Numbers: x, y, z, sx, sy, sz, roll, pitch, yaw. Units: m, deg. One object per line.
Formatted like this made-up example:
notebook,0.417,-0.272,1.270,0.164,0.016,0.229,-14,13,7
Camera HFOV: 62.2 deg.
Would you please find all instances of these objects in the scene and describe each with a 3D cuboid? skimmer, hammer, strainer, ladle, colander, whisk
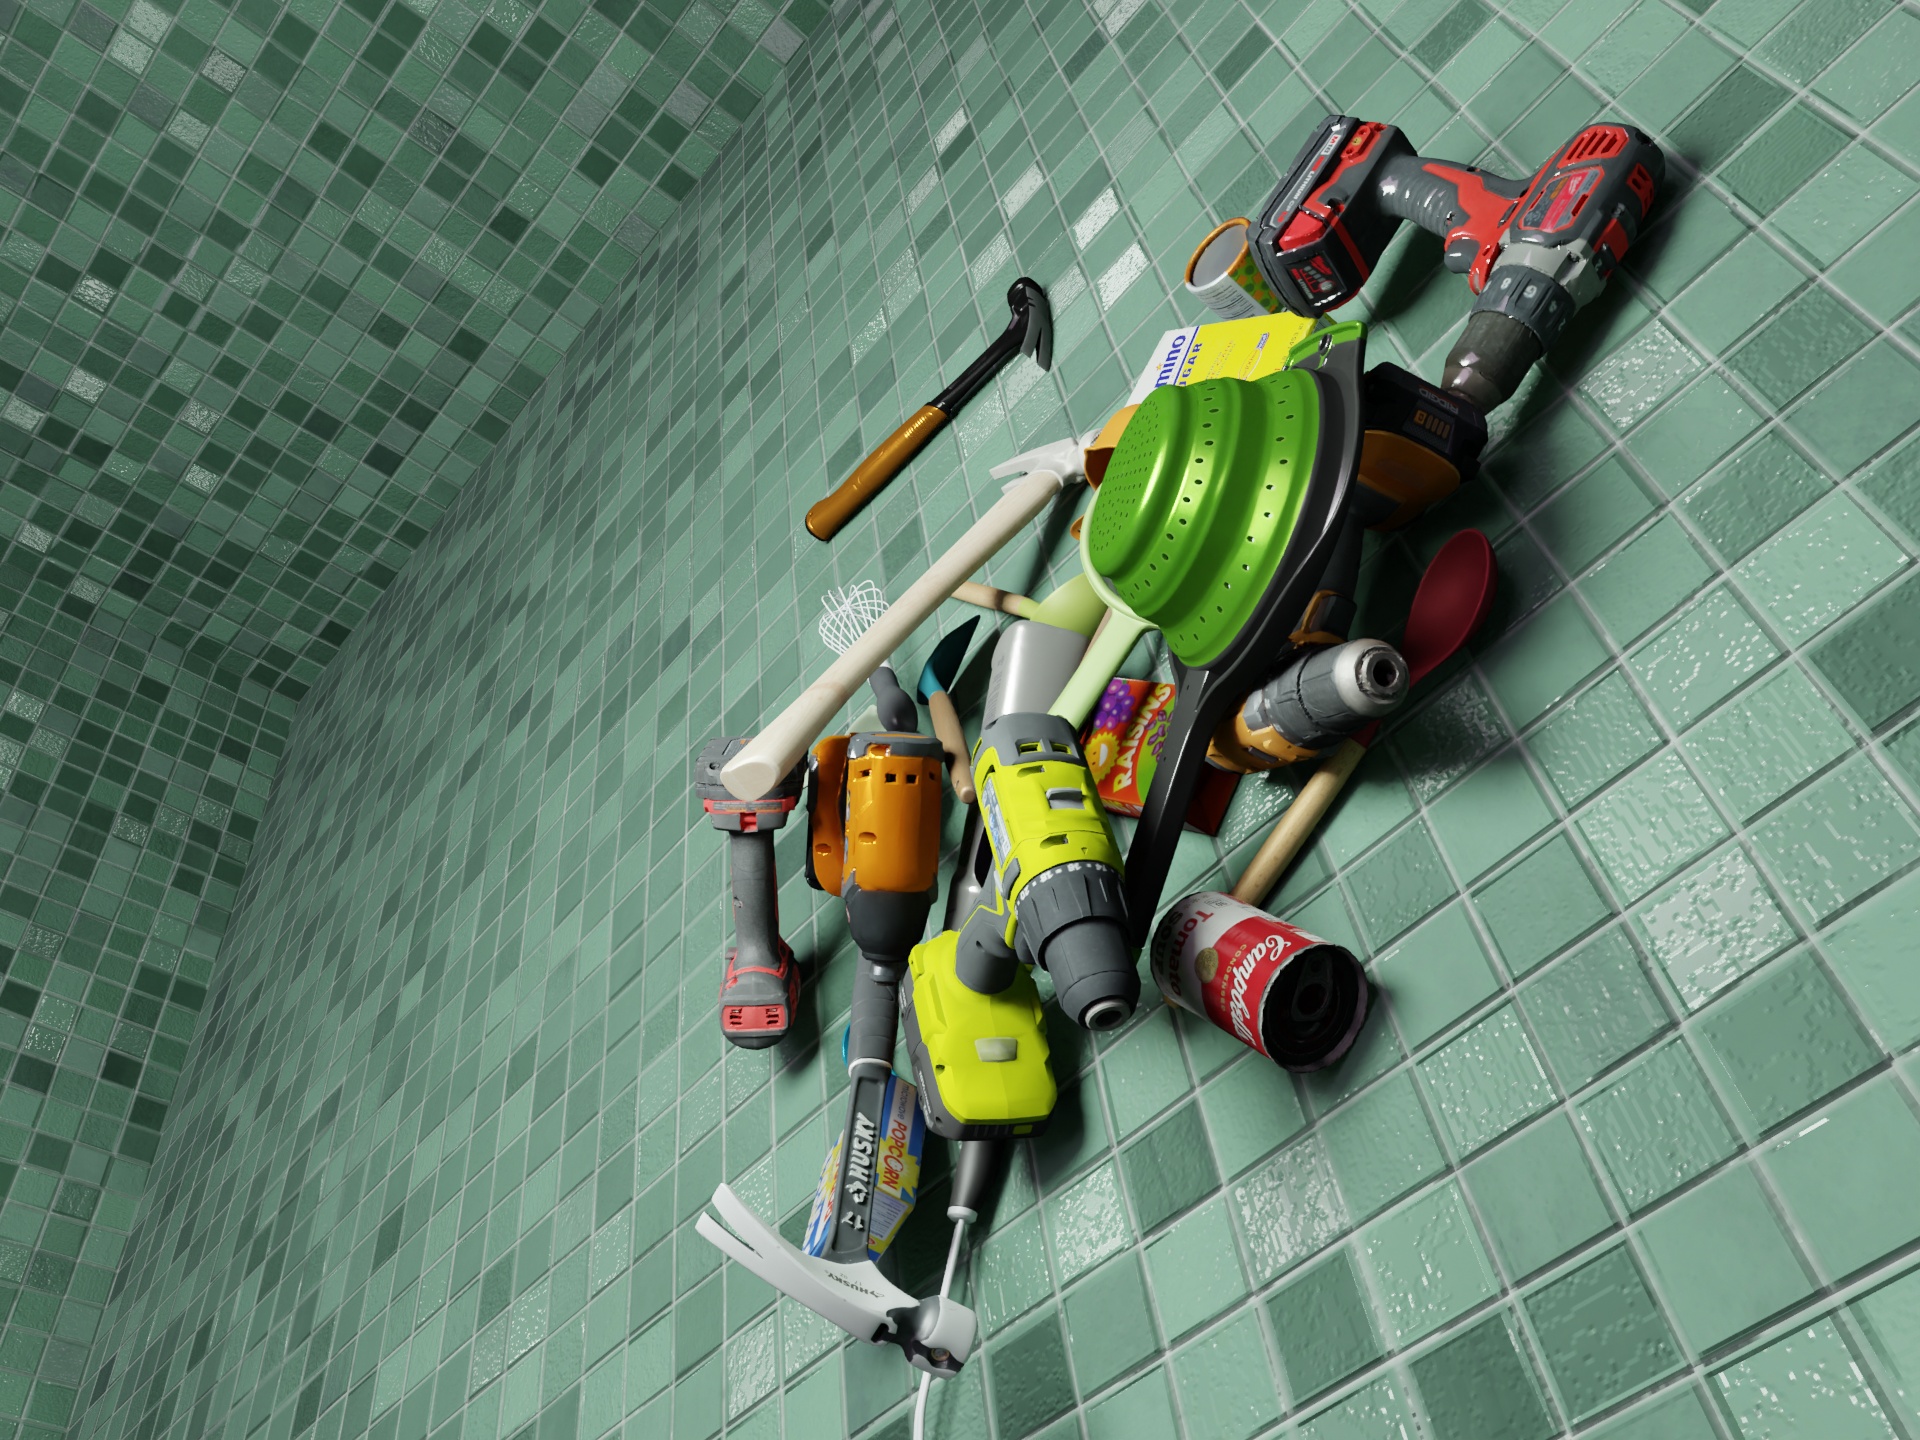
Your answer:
skimmer,-0.040,0.338,0.919,0.127,0.090,0.364,124,163,-60
hammer,-0.061,0.223,0.968,0.036,0.149,0.409,-59,9,16
strainer,0.129,-0.069,1.032,0.152,0.069,0.256,28,79,32
hammer,-0.039,-0.085,1.207,0.411,0.038,0.146,-47,22,-28
hammer,-0.038,-0.281,1.540,0.337,0.034,0.127,-39,34,31
ladle,0.206,0.033,0.892,0.315,0.031,0.069,-57,16,8
colander,0.107,-0.043,0.885,0.204,0.094,0.397,-159,88,-79
ladle,0.036,-0.103,1.246,0.078,0.062,0.320,-25,20,-18
whisk,-0.072,-0.051,1.322,0.070,0.070,0.285,-52,25,12

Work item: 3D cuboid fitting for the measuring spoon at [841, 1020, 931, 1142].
measuring spoon,-0.044,0.248,1.091,0.129,0.021,0.042,43,110,51

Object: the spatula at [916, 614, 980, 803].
spatula,-0.002,-0.004,1.135,0.318,0.044,0.082,-107,40,-69

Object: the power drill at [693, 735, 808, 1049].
power drill,-0.155,0.126,1.217,0.143,0.078,0.219,-103,12,-81

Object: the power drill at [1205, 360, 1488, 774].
power drill,0.216,-0.082,0.883,0.226,0.084,0.185,-66,9,-13

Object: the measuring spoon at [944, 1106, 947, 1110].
measuring spoon,-0.002,0.216,1.009,0.021,0.011,0.117,-60,4,16

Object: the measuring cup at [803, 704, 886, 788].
measuring cup,-0.095,0.044,1.328,0.167,0.038,0.083,-27,42,46

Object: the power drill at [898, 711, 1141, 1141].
power drill,0.034,0.135,0.887,0.191,0.080,0.228,-106,25,-43

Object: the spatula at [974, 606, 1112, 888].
spatula,0.079,-0.021,1.051,0.018,0.059,0.316,10,56,31

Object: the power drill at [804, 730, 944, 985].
power drill,-0.060,0.087,1.107,0.226,0.084,0.164,-174,87,-80

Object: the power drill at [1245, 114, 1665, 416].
power drill,0.286,-0.281,0.970,0.227,0.080,0.188,27,81,46

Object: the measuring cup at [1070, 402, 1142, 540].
measuring cup,0.125,-0.177,1.170,0.052,0.095,0.173,-59,9,-18
